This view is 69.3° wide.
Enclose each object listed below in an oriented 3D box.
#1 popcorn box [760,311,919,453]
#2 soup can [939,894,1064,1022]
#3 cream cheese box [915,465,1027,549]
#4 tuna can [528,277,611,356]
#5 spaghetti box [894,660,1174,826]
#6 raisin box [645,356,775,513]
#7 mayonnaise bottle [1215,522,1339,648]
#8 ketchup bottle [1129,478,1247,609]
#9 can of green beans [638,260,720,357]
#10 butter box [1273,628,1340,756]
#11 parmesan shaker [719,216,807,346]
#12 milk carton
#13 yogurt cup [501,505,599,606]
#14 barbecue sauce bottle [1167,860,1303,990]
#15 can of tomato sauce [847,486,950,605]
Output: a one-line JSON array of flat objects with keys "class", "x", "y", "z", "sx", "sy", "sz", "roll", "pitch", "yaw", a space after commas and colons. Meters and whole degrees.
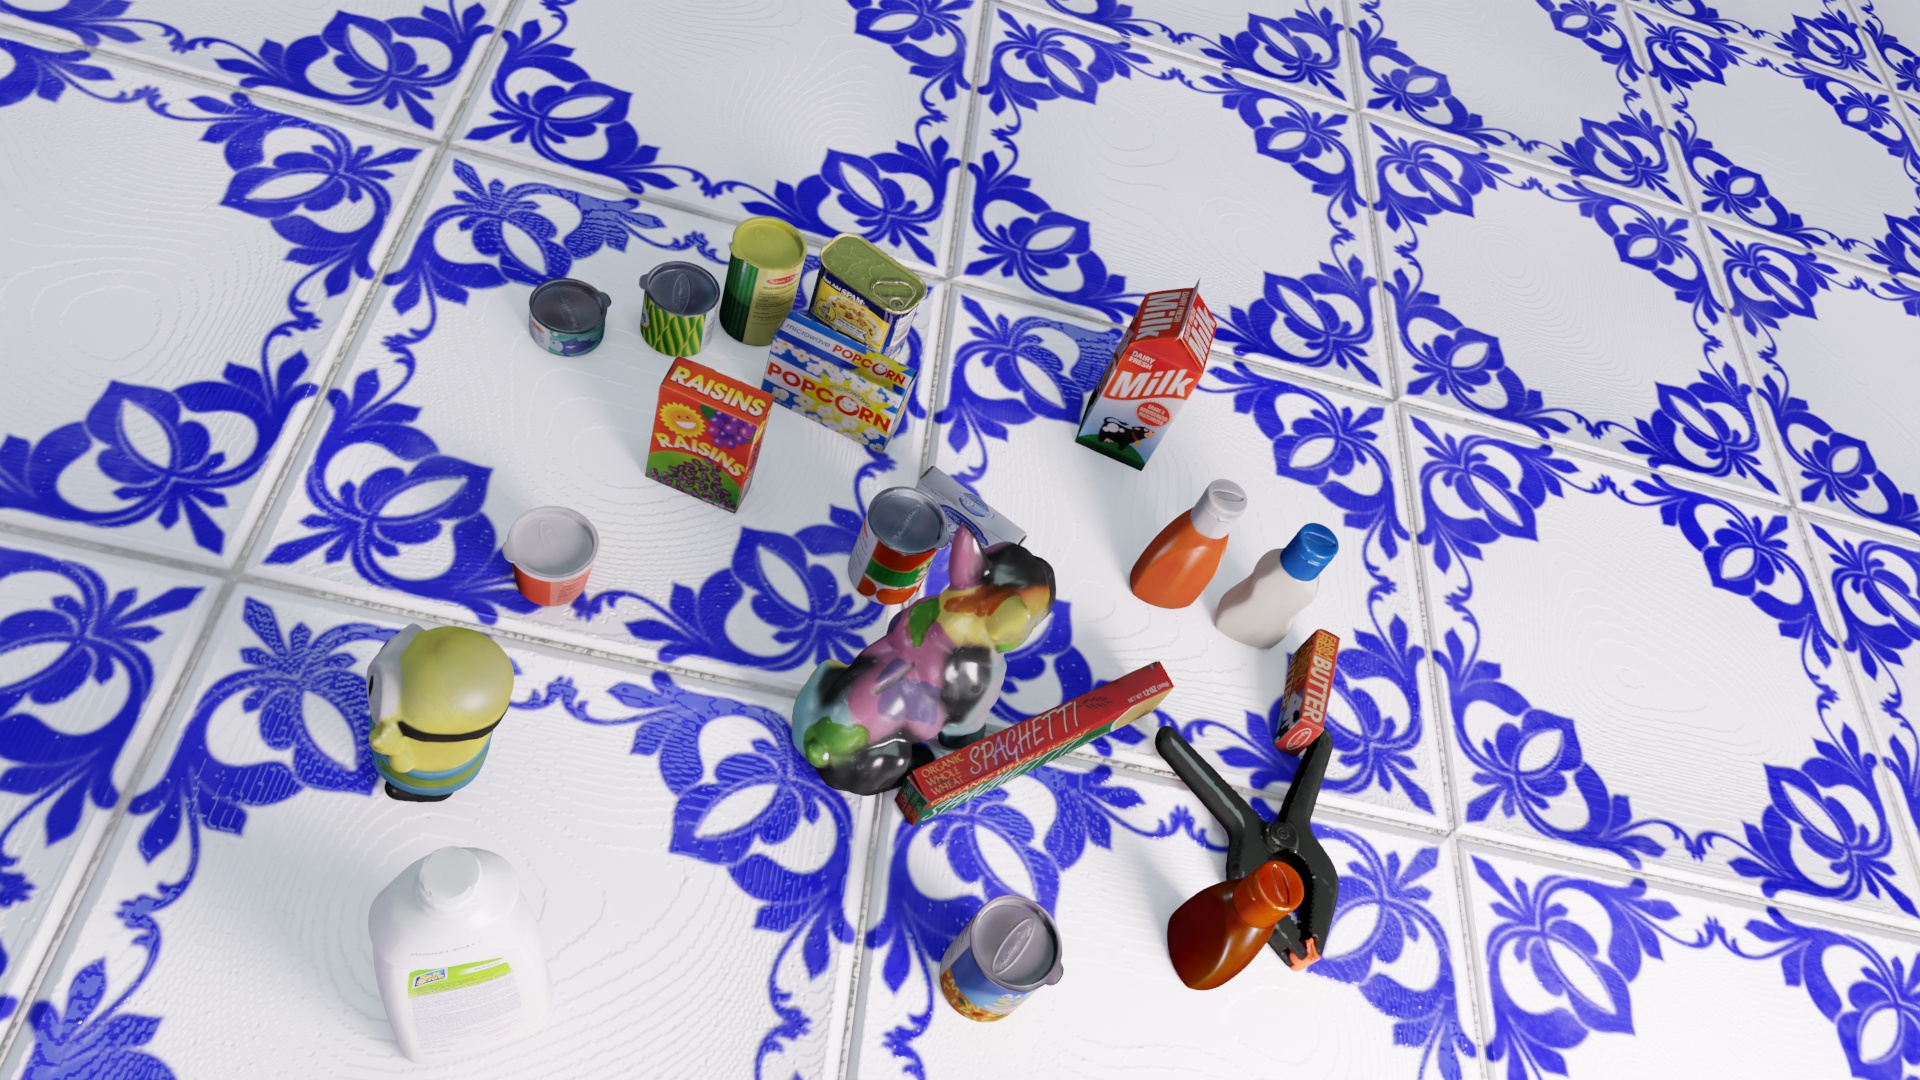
[{"class": "popcorn box", "x": -0.110, "y": -0.140, "z": 1.234, "sx": 0.127, "sy": 0.084, "sz": 0.038, "roll": 26, "pitch": 52, "yaw": 0}, {"class": "soup can", "x": 0.029, "y": 0.297, "z": 0.977, "sx": 0.071, "sy": 0.083, "sz": 0.072, "roll": 9, "pitch": 54, "yaw": -13}, {"class": "cream cheese box", "x": 0.004, "y": -0.015, "z": 1.206, "sx": 0.104, "sy": 0.053, "sz": 0.024, "roll": 36, "pitch": 53, "yaw": 8}, {"class": "tuna can", "x": -0.345, "y": -0.197, "z": 1.227, "sx": 0.071, "sy": 0.032, "sz": 0.071, "roll": 9, "pitch": 54, "yaw": -13}, {"class": "spaghetti box", "x": 0.062, "y": 0.159, "z": 1.106, "sx": 0.251, "sy": 0.050, "sz": 0.029, "roll": -20, "pitch": 65, "yaw": -29}, {"class": "raisin box", "x": -0.206, "y": -0.085, "z": 1.138, "sx": 0.086, "sy": 0.122, "sz": 0.040, "roll": 23, "pitch": 52, "yaw": -2}, {"class": "mayonnaise bottle", "x": 0.277, "y": 0.039, "z": 1.202, "sx": 0.065, "sy": 0.147, "sz": 0.041, "roll": 20, "pitch": 53, "yaw": -5}, {"class": "ketchup bottle", "x": 0.201, "y": 0.004, "z": 1.200, "sx": 0.065, "sy": 0.148, "sz": 0.044, "roll": 11, "pitch": 54, "yaw": -11}, {"class": "can of green beans", "x": -0.253, "y": -0.208, "z": 1.249, "sx": 0.071, "sy": 0.057, "sz": 0.071, "roll": 9, "pitch": 54, "yaw": -13}, {"class": "butter box", "x": 0.301, "y": 0.131, "z": 1.206, "sx": 0.024, "sy": 0.052, "sz": 0.104, "roll": 24, "pitch": 52, "yaw": -2}, {"class": "parmesan shaker", "x": -0.184, "y": -0.234, "z": 1.263, "sx": 0.071, "sy": 0.102, "sz": 0.071, "roll": 9, "pitch": 54, "yaw": -13}, {"class": "milk carton", "x": 0.176, "y": -0.156, "z": 1.277, "sx": 0.073, "sy": 0.189, "sz": 0.073, "roll": 23, "pitch": 52, "yaw": -2}, {"class": "yogurt cup", "x": -0.316, "y": 0.015, "z": 1.075, "sx": 0.072, "sy": 0.053, "sz": 0.073, "roll": 9, "pitch": 54, "yaw": -13}, {"class": "barbecue sauce bottle", "x": 0.199, "y": 0.276, "z": 1.009, "sx": 0.044, "sy": 0.147, "sz": 0.065, "roll": 1, "pitch": 56, "yaw": -18}, {"class": "can of tomato sauce", "x": -0.052, "y": 0.006, "z": 1.153, "sx": 0.071, "sy": 0.082, "sz": 0.071, "roll": 9, "pitch": 54, "yaw": -13}]
